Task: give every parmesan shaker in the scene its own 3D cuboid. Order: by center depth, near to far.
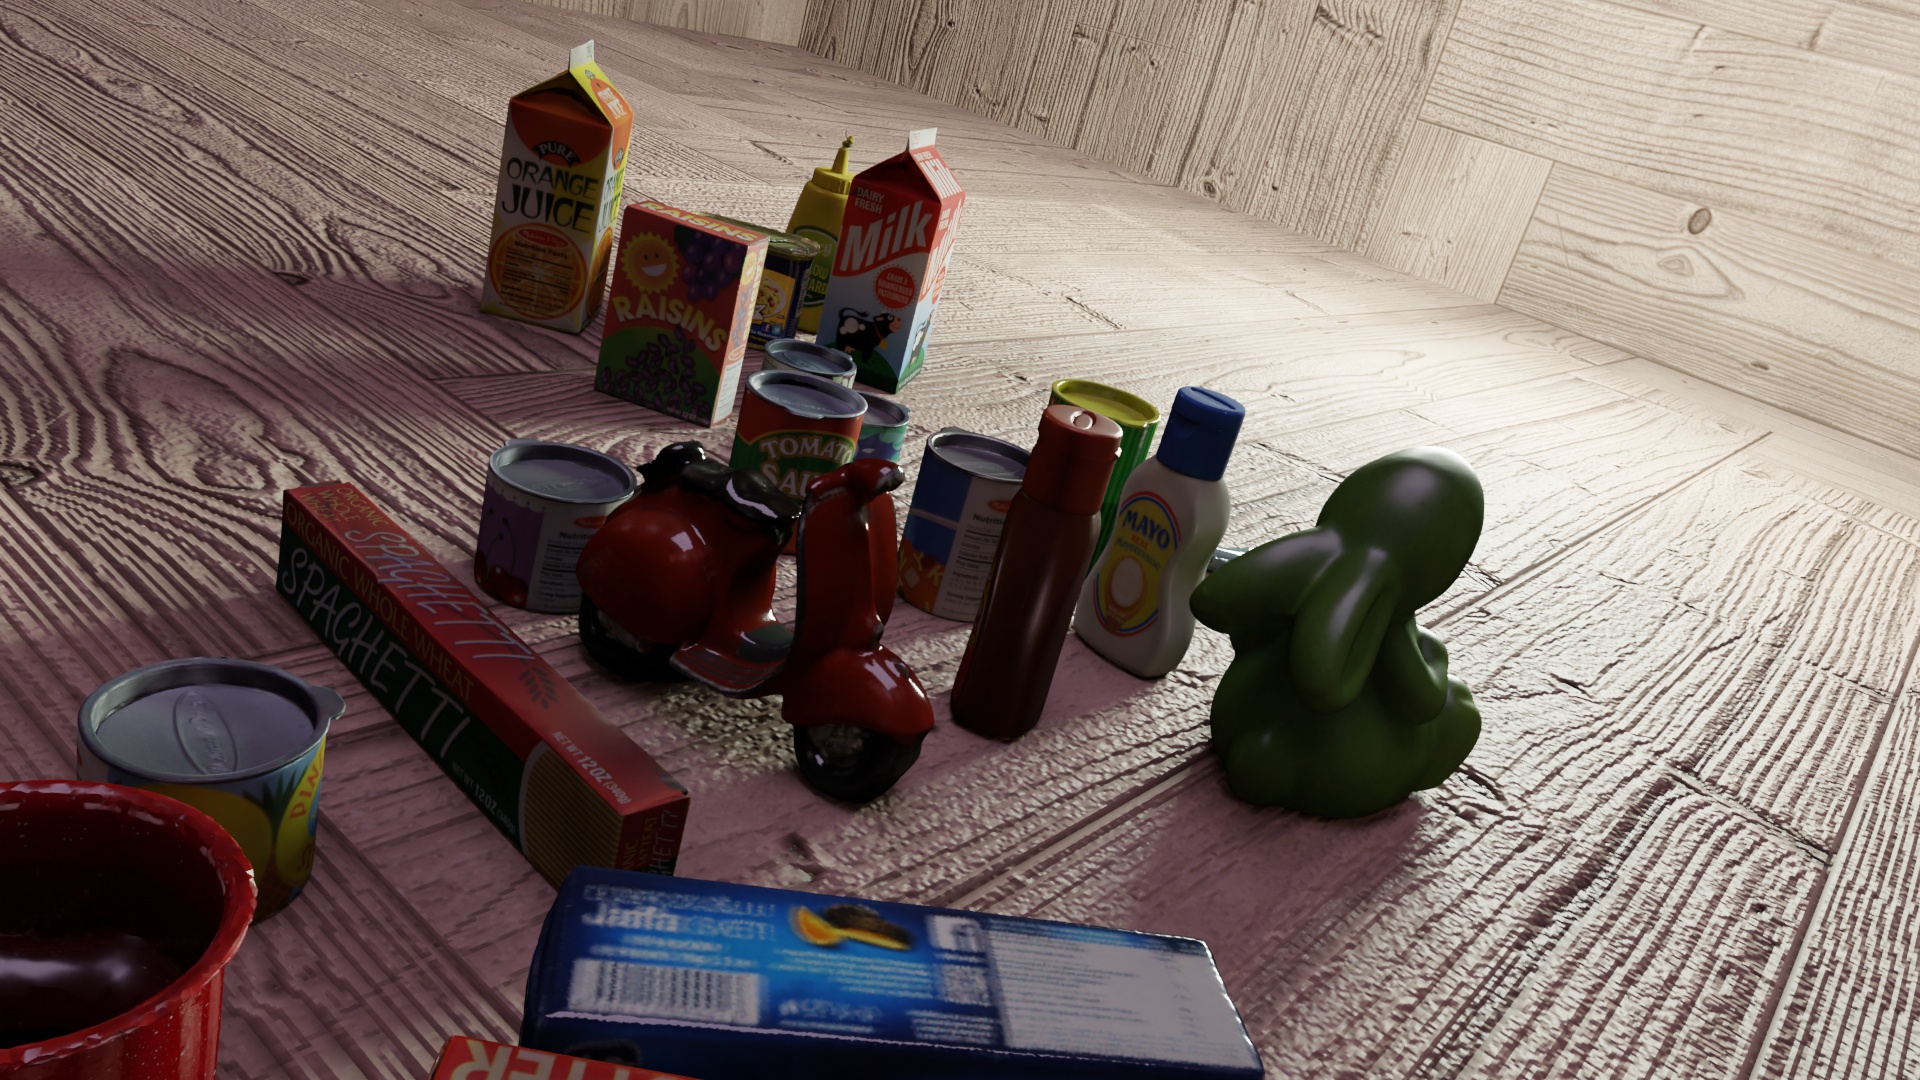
[{"bbox_3d":[0.073,-0.035,0.827,0.071,0.102,0.071,14,22,-6],"label":"parmesan shaker"}]

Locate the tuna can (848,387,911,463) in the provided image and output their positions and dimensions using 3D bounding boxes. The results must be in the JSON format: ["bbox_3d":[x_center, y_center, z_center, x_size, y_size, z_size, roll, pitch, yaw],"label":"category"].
[{"bbox_3d":[-0.067,-0.074,0.914,0.071,0.032,0.071,14,22,-6],"label":"tuna can"}]

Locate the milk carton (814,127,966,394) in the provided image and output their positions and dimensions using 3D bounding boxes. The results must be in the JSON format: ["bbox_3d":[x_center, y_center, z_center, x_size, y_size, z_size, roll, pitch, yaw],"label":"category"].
[{"bbox_3d":[-0.050,-0.217,1.052,0.073,0.189,0.072,19,22,8],"label":"milk carton"}]

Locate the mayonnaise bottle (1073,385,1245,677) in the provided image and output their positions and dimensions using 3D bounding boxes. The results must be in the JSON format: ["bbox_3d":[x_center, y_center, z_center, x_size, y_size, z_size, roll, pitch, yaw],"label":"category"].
[{"bbox_3d":[0.106,-0.006,0.721,0.041,0.147,0.065,-7,32,-44],"label":"mayonnaise bottle"}]

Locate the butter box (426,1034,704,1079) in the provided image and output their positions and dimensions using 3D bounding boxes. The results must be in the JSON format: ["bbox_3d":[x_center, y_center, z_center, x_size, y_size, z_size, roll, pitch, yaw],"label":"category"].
[{"bbox_3d":[-0.081,0.157,0.341,0.103,0.053,0.024,13,22,-7],"label":"butter box"}]

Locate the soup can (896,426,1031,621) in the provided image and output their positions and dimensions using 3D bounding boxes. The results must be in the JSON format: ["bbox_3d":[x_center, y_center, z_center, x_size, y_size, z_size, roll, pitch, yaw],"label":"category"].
[{"bbox_3d":[0.003,-0.009,0.744,0.071,0.083,0.071,14,22,-6],"label":"soup can"}]

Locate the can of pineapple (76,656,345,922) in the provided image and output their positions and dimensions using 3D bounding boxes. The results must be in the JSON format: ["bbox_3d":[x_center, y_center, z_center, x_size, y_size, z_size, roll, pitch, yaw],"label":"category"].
[{"bbox_3d":[-0.228,0.077,0.423,0.071,0.057,0.071,14,22,-6],"label":"can of pineapple"}]

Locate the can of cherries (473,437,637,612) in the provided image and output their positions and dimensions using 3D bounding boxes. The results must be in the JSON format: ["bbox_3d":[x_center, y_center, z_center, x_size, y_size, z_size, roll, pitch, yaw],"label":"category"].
[{"bbox_3d":[-0.189,-0.008,0.645,0.071,0.058,0.072,14,22,-6],"label":"can of cherries"}]

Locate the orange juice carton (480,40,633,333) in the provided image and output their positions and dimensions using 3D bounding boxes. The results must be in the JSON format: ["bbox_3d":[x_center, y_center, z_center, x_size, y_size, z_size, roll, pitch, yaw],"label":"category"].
[{"bbox_3d":[-0.280,-0.251,0.976,0.073,0.191,0.072,13,22,-7],"label":"orange juice carton"}]

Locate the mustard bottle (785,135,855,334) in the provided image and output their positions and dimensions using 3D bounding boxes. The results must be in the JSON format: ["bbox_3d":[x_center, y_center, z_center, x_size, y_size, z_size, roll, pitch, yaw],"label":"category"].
[{"bbox_3d":[-0.112,-0.250,1.129,0.065,0.159,0.049,17,22,1],"label":"mustard bottle"}]

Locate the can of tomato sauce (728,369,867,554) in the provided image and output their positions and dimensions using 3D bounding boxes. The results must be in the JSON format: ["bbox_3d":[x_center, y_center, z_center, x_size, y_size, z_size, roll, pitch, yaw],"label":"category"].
[{"bbox_3d":[-0.092,-0.042,0.758,0.071,0.082,0.071,14,22,-6],"label":"can of tomato sauce"}]

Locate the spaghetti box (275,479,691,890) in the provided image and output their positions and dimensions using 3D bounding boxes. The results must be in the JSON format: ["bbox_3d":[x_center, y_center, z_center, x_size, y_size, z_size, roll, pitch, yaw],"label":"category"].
[{"bbox_3d":[-0.189,0.051,0.520,0.250,0.050,0.029,32,27,34],"label":"spaghetti box"}]

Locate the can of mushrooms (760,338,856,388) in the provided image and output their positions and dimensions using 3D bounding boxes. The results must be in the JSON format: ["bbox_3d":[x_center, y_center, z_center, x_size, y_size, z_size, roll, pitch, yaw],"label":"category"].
[{"bbox_3d":[-0.107,-0.116,0.983,0.071,0.033,0.071,14,22,-6],"label":"can of mushrooms"}]

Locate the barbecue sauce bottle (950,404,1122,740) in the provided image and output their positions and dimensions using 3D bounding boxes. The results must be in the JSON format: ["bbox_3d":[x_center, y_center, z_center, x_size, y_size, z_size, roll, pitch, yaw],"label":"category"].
[{"bbox_3d":[0.035,0.013,0.628,0.044,0.148,0.065,19,22,7],"label":"barbecue sauce bottle"}]

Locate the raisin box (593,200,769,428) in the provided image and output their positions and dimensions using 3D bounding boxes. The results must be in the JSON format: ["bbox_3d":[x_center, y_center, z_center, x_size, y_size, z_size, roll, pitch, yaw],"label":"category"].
[{"bbox_3d":[-0.178,-0.145,0.887,0.086,0.123,0.040,19,22,7],"label":"raisin box"}]
